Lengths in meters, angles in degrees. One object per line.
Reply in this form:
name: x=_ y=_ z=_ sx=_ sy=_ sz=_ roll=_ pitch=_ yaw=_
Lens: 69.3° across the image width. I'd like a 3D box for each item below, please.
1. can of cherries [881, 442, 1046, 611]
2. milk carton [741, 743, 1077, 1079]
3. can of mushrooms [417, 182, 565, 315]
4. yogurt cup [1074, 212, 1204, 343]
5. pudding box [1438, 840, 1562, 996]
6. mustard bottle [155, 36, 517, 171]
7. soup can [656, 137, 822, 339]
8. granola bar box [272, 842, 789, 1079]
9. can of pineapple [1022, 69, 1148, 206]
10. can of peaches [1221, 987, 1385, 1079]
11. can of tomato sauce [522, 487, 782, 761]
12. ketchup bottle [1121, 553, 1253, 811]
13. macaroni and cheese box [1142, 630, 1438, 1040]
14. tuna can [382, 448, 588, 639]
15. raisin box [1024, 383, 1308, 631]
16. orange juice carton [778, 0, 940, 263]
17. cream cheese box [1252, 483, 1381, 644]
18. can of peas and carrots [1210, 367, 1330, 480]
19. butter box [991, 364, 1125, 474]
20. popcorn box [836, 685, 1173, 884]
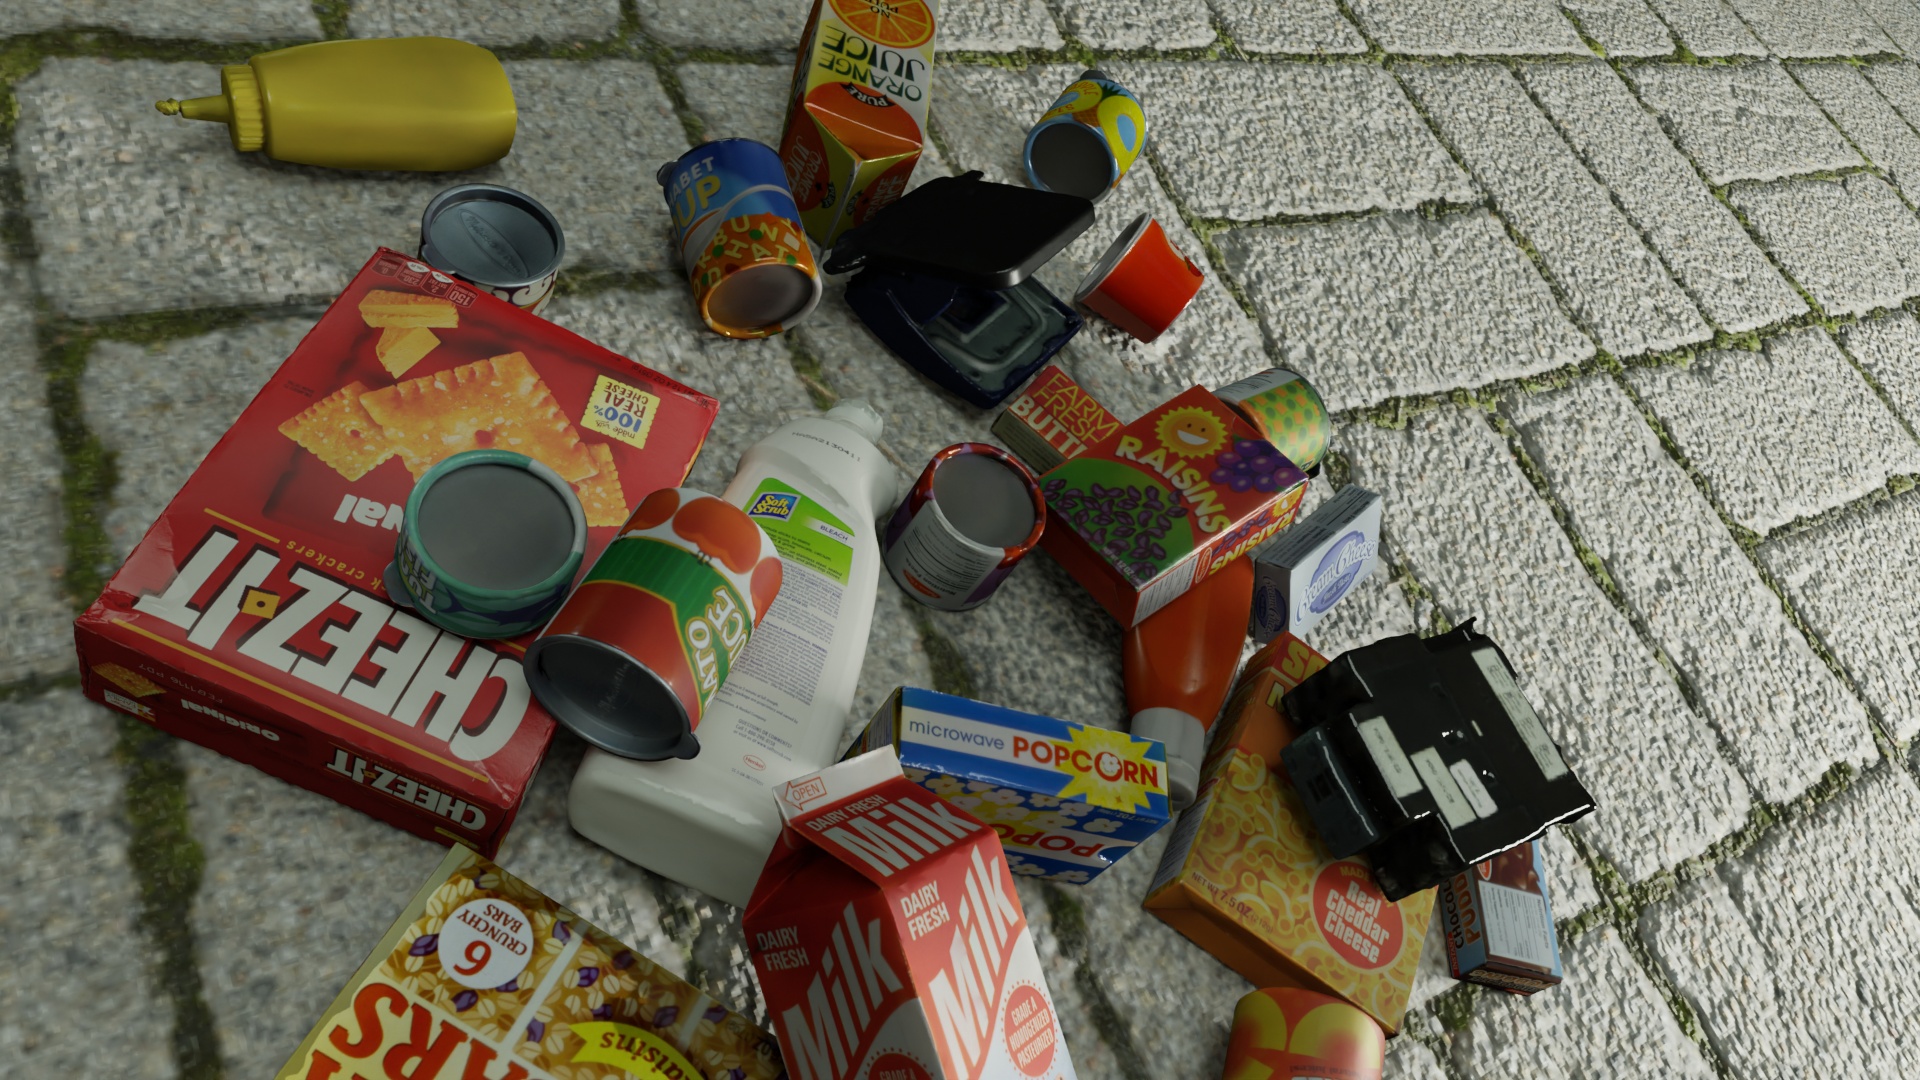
can of cherries: x=0.002 y=-0.009 z=0.692 sx=0.071 sy=0.058 sz=0.072 roll=13 pitch=54 yaw=-19
milk carton: x=-0.016 y=0.172 z=0.502 sx=0.072 sy=0.073 sz=0.190 roll=-10 pitch=80 yaw=-56
can of mushrooms: x=-0.232 y=-0.139 z=0.679 sx=0.071 sy=0.033 sz=0.071 roll=14 pitch=54 yaw=-19
yogurt cup: x=0.111 y=-0.157 z=0.847 sx=0.054 sy=0.072 sz=0.073 roll=39 pitch=49 yaw=-8
pudding box: x=0.276 y=0.186 z=0.716 sx=0.050 sy=0.030 sz=0.084 roll=16 pitch=52 yaw=-15
mustard bottle: x=-0.306 y=-0.214 z=0.684 sx=0.161 sy=0.048 sz=0.065 roll=-11 pitch=64 yaw=-32
soup can: x=-0.117 y=-0.158 z=0.729 sx=0.071 sy=0.071 sz=0.084 roll=-4 pitch=61 yaw=-29
granola bar box: x=-0.145 y=0.203 z=0.485 sx=0.165 sy=0.038 sz=0.125 roll=33 pitch=49 yaw=-3
can of pineapple: x=0.080 y=-0.257 z=0.896 sx=0.071 sy=0.070 sz=0.058 roll=35 pitch=50 yaw=-2
can of peaches: x=0.146 y=0.232 z=0.592 sx=0.071 sy=0.071 sz=0.058 roll=29 pitch=49 yaw=-6
can of tomato sauce: x=-0.111 y=0.031 z=0.523 sx=0.071 sy=0.070 sz=0.083 roll=31 pitch=47 yaw=-5
ketchup bottle: x=0.111 y=0.064 z=0.706 sx=0.065 sy=0.043 sz=0.149 roll=16 pitch=52 yaw=1
macaroni and cheese box: x=0.176 y=0.143 z=0.688 sx=0.124 sy=0.040 sz=0.167 roll=35 pitch=50 yaw=-2
tuna can: x=-0.177 y=0.001 z=0.519 sx=0.071 sy=0.032 sz=0.071 roll=14 pitch=55 yaw=-20
raisin box: x=0.106 y=-0.020 z=0.719 sx=0.124 sy=0.039 sz=0.086 roll=-30 pitch=58 yaw=-24
orange juice carton: x=-0.063 y=-0.252 z=0.817 sx=0.073 sy=0.071 sz=0.193 roll=16 pitch=52 yaw=-16
cream cheese box: x=0.201 y=0.014 z=0.780 sx=0.024 sy=0.053 sz=0.104 roll=20 pitch=38 yaw=38
can of peas and carrots: x=0.172 y=-0.059 z=0.809 sx=0.059 sy=0.070 sz=0.071 roll=-22 pitch=71 yaw=-35
butter box: x=0.072 y=-0.048 z=0.777 sx=0.103 sy=0.024 sz=0.053 roll=42 pitch=50 yaw=4
popcorn box: x=0.015 y=0.108 z=0.601 sx=0.127 sy=0.084 sz=0.038 roll=15 pitch=52 yaw=-17
